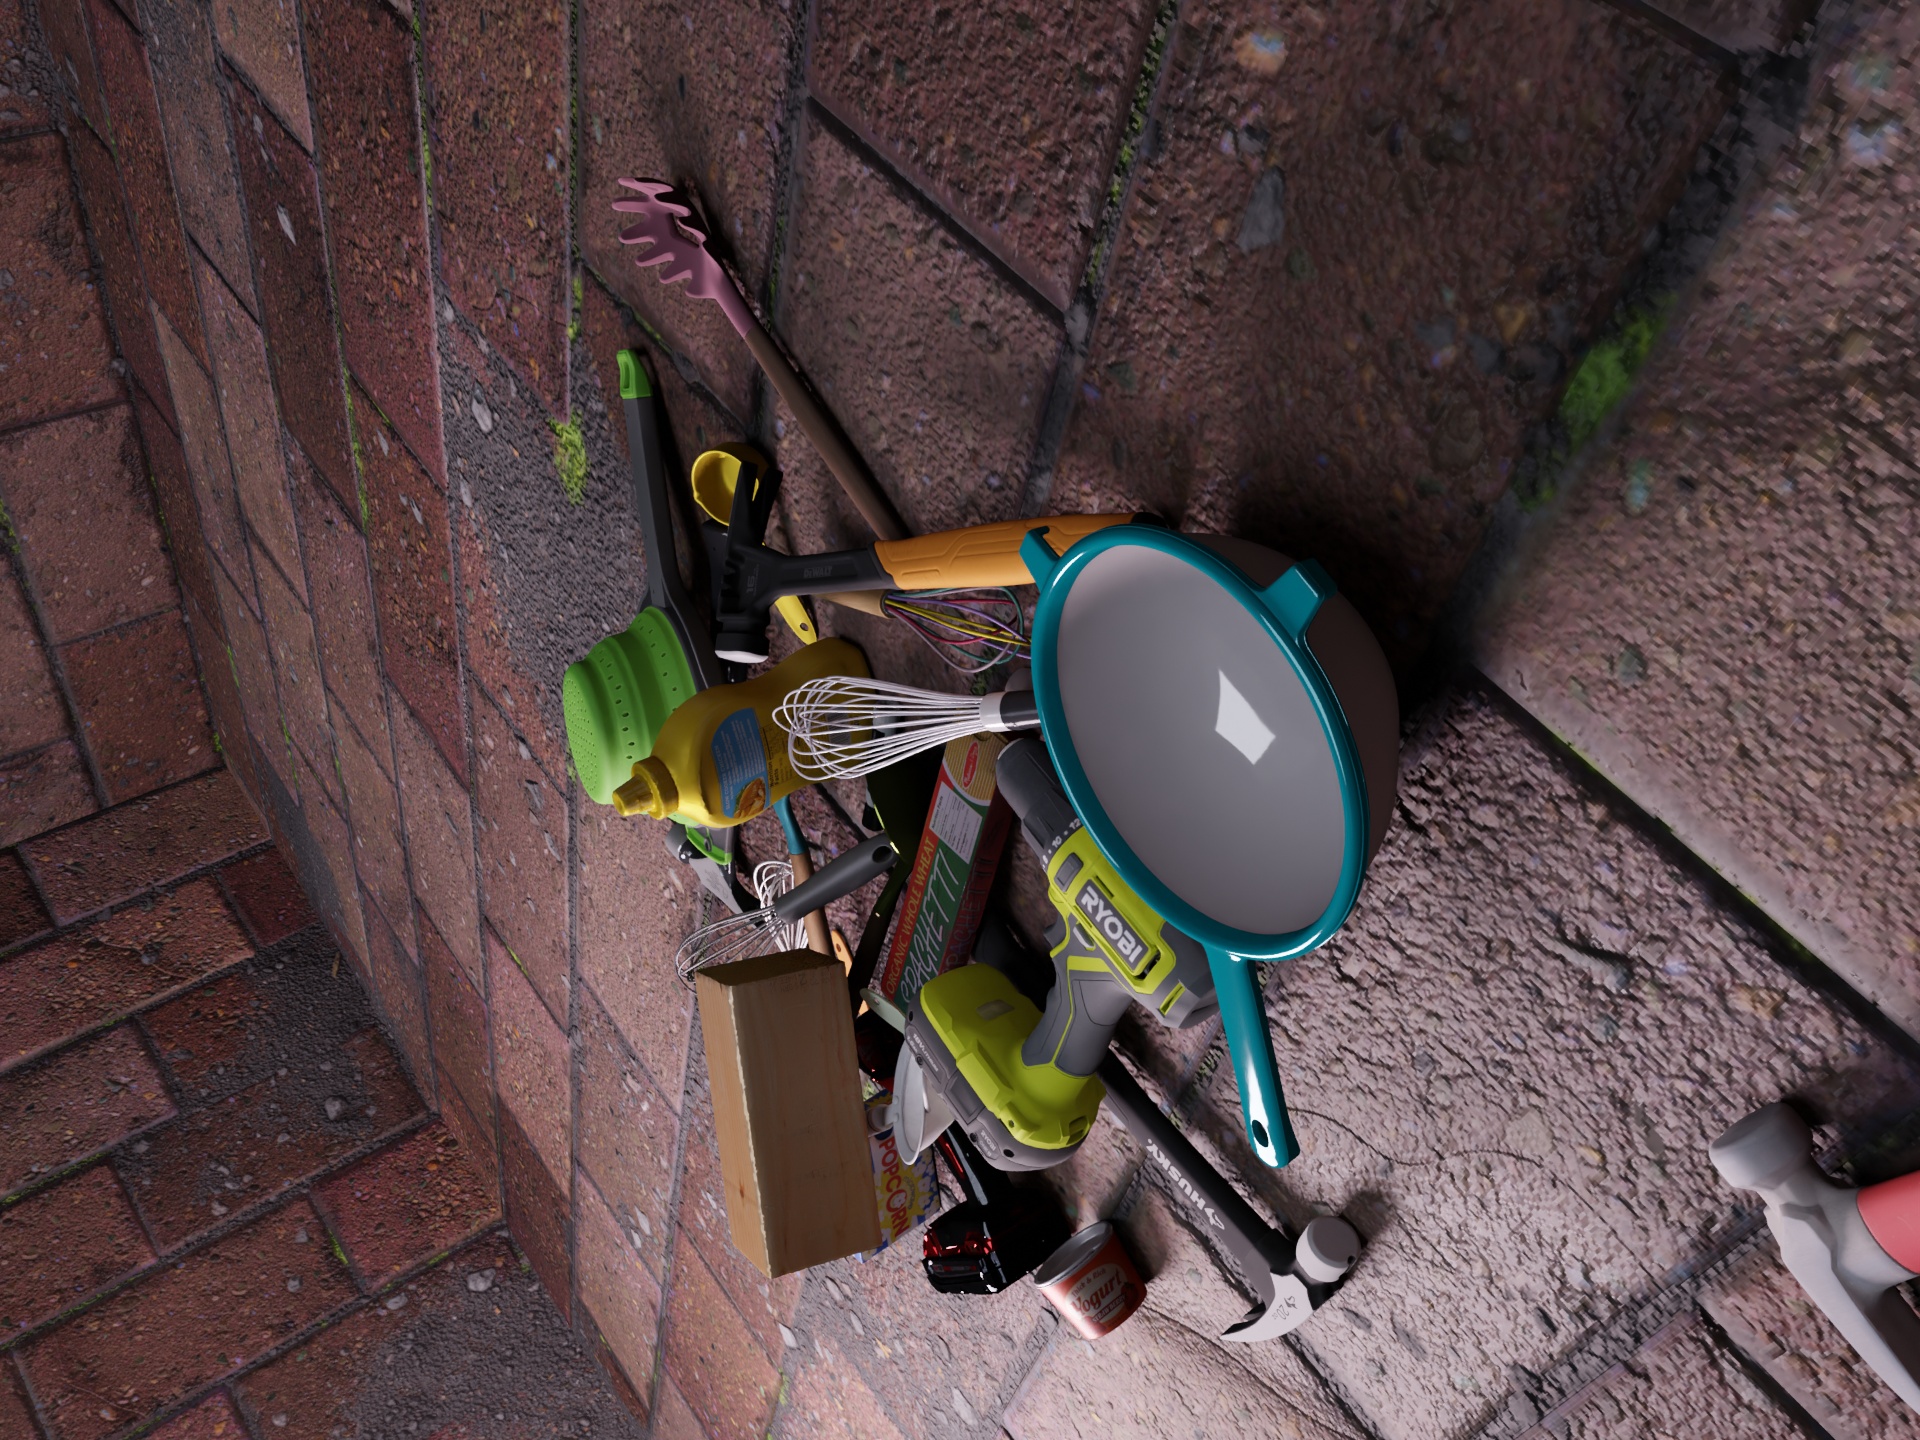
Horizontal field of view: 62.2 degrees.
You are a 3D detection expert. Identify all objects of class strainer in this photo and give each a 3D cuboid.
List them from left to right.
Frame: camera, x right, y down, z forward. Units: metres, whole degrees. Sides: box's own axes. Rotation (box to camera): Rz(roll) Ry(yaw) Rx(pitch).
[{"bbox_3d":[-0.052,0.283,1.142,0.258,0.050,0.087,137,136,-58],"label":"strainer"},{"bbox_3d":[0.148,0.055,0.760,0.211,0.095,0.340,17,127,54],"label":"strainer"}]

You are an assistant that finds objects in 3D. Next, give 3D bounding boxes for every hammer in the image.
[{"bbox_3d":[-0.185,0.007,1.273,0.149,0.036,0.408,42,142,31],"label":"hammer"},{"bbox_3d":[-0.022,-0.098,0.906,0.337,0.034,0.127,1,83,44],"label":"hammer"},{"bbox_3d":[0.105,0.244,1.012,0.335,0.035,0.146,46,144,27],"label":"hammer"},{"bbox_3d":[0.409,0.131,0.478,0.143,0.038,0.386,53,147,15],"label":"hammer"}]

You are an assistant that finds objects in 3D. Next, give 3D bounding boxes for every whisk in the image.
[{"bbox_3d":[-0.128,0.145,1.192,0.239,0.055,0.055,-34,82,28],"label":"whisk"},{"bbox_3d":[-0.142,0.198,1.336,0.059,0.058,0.246,15,136,12],"label":"whisk"},{"bbox_3d":[-0.033,-0.072,0.985,0.245,0.047,0.051,20,129,53],"label":"whisk"},{"bbox_3d":[-0.001,-0.003,0.934,0.285,0.070,0.070,-5,109,39],"label":"whisk"}]

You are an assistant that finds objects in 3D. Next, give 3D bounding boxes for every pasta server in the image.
[{"bbox_3d":[-0.124,-0.224,1.015,0.316,0.040,0.060,56,146,12],"label":"pasta server"}]

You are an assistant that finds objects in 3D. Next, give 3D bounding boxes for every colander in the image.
[{"bbox_3d":[-0.257,-0.077,1.210,0.205,0.094,0.397,19,118,62],"label":"colander"}]

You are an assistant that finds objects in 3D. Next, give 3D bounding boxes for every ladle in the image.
[{"bbox_3d":[-0.073,0.152,1.137,0.078,0.062,0.320,-101,24,-50],"label":"ladle"}]

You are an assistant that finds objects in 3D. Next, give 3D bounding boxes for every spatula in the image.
[{"bbox_3d":[-0.109,0.118,1.223,0.082,0.044,0.317,18,125,48],"label":"spatula"}]

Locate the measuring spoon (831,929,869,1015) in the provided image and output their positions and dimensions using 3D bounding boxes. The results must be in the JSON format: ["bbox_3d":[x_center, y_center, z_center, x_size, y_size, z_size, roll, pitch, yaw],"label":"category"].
[{"bbox_3d":[-0.087,0.226,1.304,0.021,0.011,0.117,0,112,56],"label":"measuring spoon"}]

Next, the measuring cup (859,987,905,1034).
[{"bbox_3d":[0.003,0.224,1.115,0.168,0.038,0.083,29,136,26],"label":"measuring cup"}]

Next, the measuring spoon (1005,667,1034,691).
[{"bbox_3d":[0.066,-0.001,0.910,0.124,0.018,0.034,22,129,47],"label":"measuring spoon"}]

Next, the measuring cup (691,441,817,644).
[{"bbox_3d":[-0.134,-0.125,1.117,0.062,0.029,0.156,-10,118,37],"label":"measuring cup"}]

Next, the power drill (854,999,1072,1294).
[{"bbox_3d":[-0.015,0.314,1.204,0.143,0.078,0.220,-33,81,57],"label":"power drill"}]

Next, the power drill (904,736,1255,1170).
[{"bbox_3d":[0.054,0.140,0.944,0.191,0.080,0.228,50,132,27],"label":"power drill"}]
